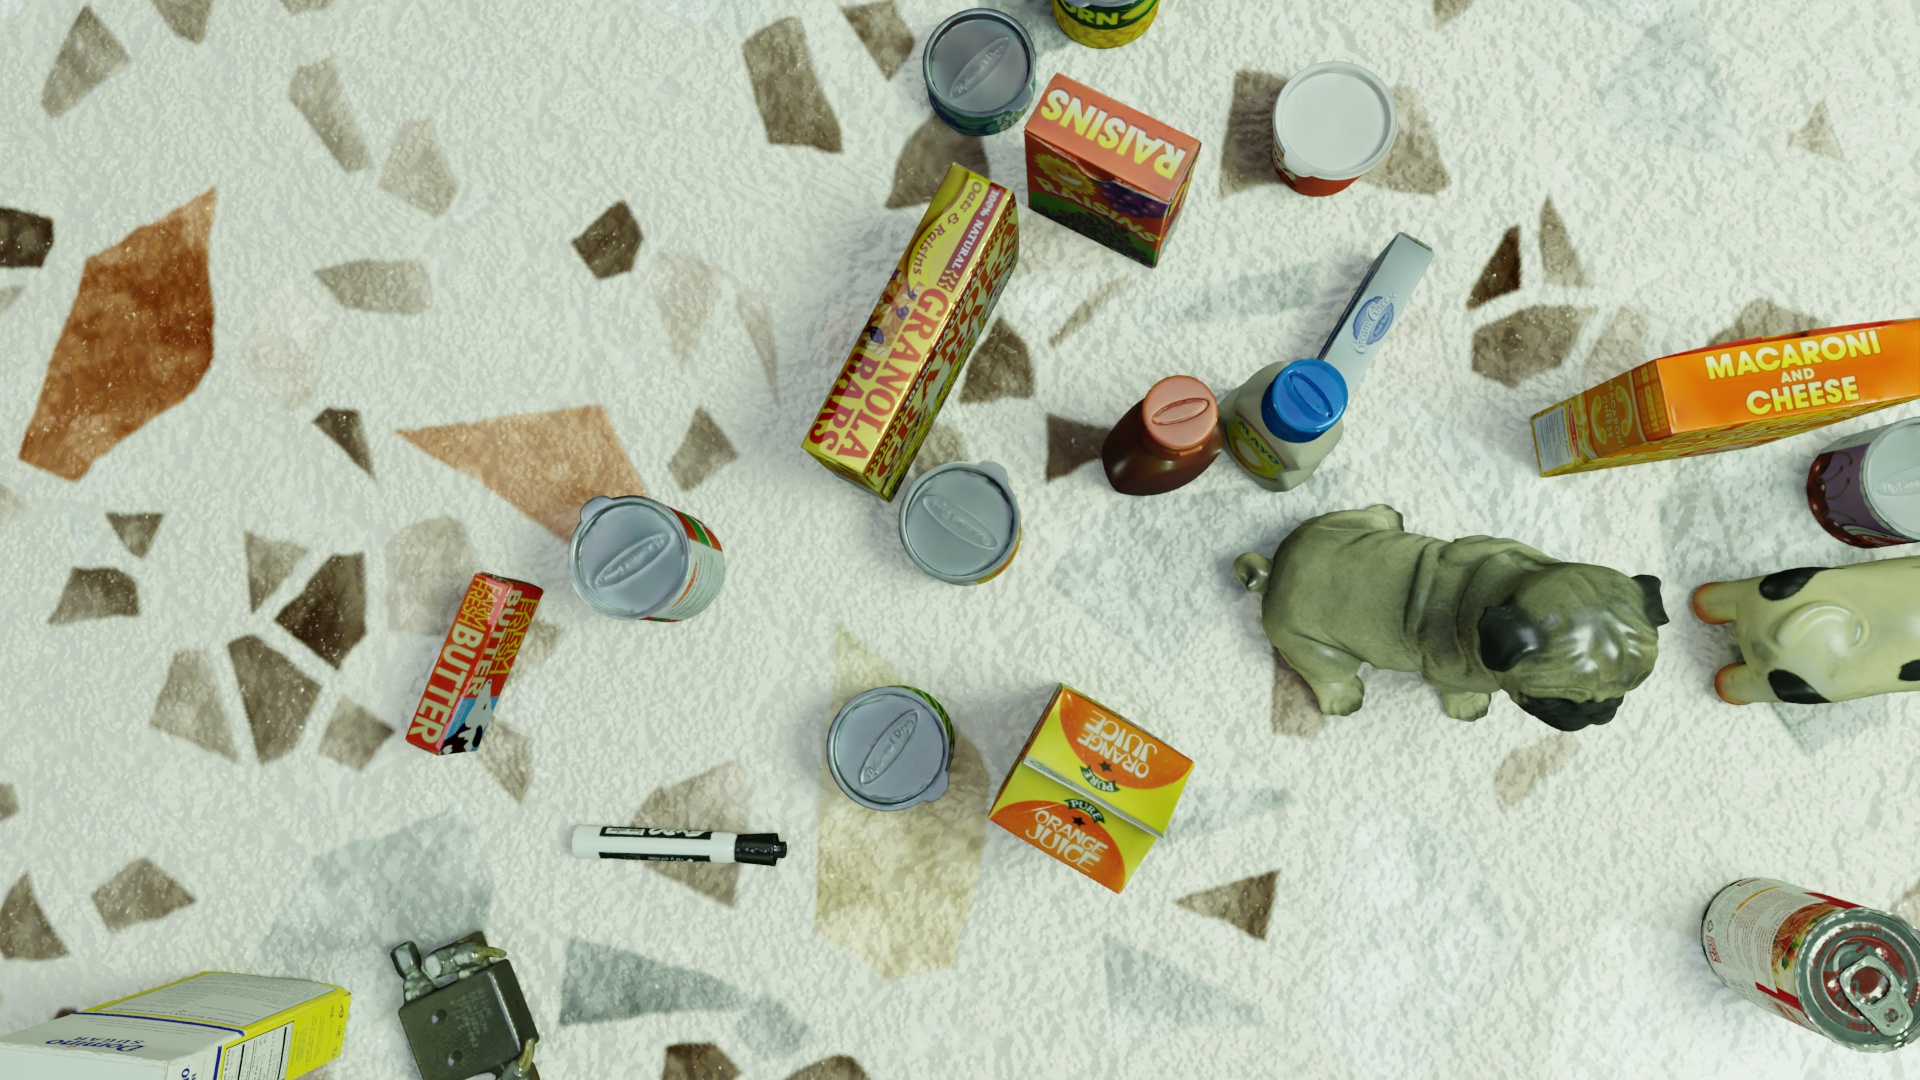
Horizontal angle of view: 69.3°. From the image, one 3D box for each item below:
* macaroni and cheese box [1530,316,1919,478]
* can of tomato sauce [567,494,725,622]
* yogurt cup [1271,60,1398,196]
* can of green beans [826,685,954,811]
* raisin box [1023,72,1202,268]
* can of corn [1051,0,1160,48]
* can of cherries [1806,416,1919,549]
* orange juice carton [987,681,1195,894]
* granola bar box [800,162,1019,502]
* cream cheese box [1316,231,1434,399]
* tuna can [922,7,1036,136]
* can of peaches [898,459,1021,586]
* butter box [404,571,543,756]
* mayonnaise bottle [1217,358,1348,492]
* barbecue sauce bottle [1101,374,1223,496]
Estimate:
[{"bbox_3d":[0.382,-0.069,0.706,0.124,0.166,0.040,-9,85,3],"label":"macaroni and cheese box"},{"bbox_3d":[-0.174,0.011,0.774,0.071,0.083,0.071,0,85,4],"label":"can of tomato sauce"},{"bbox_3d":[0.208,-0.230,0.789,0.072,0.054,0.072,0,85,3],"label":"yogurt cup"},{"bbox_3d":[-0.037,0.114,0.768,0.071,0.058,0.071,0,85,3],"label":"can of green beans"},{"bbox_3d":[0.080,-0.198,0.758,0.086,0.123,0.040,28,87,6],"label":"raisin box"},{"bbox_3d":[0.083,-0.325,0.803,0.071,0.058,0.071,0,85,3],"label":"can of corn"},{"bbox_3d":[0.505,-0.027,0.749,0.071,0.058,0.071,0,85,3],"label":"can of cherries"},{"bbox_3d":[0.064,0.120,0.694,0.072,0.192,0.073,30,88,6],"label":"orange juice carton"},{"bbox_3d":[-0.022,-0.106,0.755,0.039,0.124,0.165,27,87,5],"label":"granola bar box"},{"bbox_3d":[0.224,-0.117,0.777,0.024,0.053,0.104,31,87,6],"label":"cream cheese box"},{"bbox_3d":[0.014,-0.272,0.815,0.071,0.033,0.071,0,85,3],"label":"tuna can"},{"bbox_3d":[0.003,-0.010,0.778,0.071,0.058,0.071,0,85,3],"label":"can of peaches"},{"bbox_3d":[-0.275,0.069,0.789,0.024,0.053,0.103,21,86,5],"label":"butter box"},{"bbox_3d":[0.169,-0.063,0.728,0.041,0.148,0.065,-41,84,0],"label":"mayonnaise bottle"},{"bbox_3d":[0.109,-0.054,0.730,0.065,0.148,0.043,-17,84,2],"label":"barbecue sauce bottle"}]
